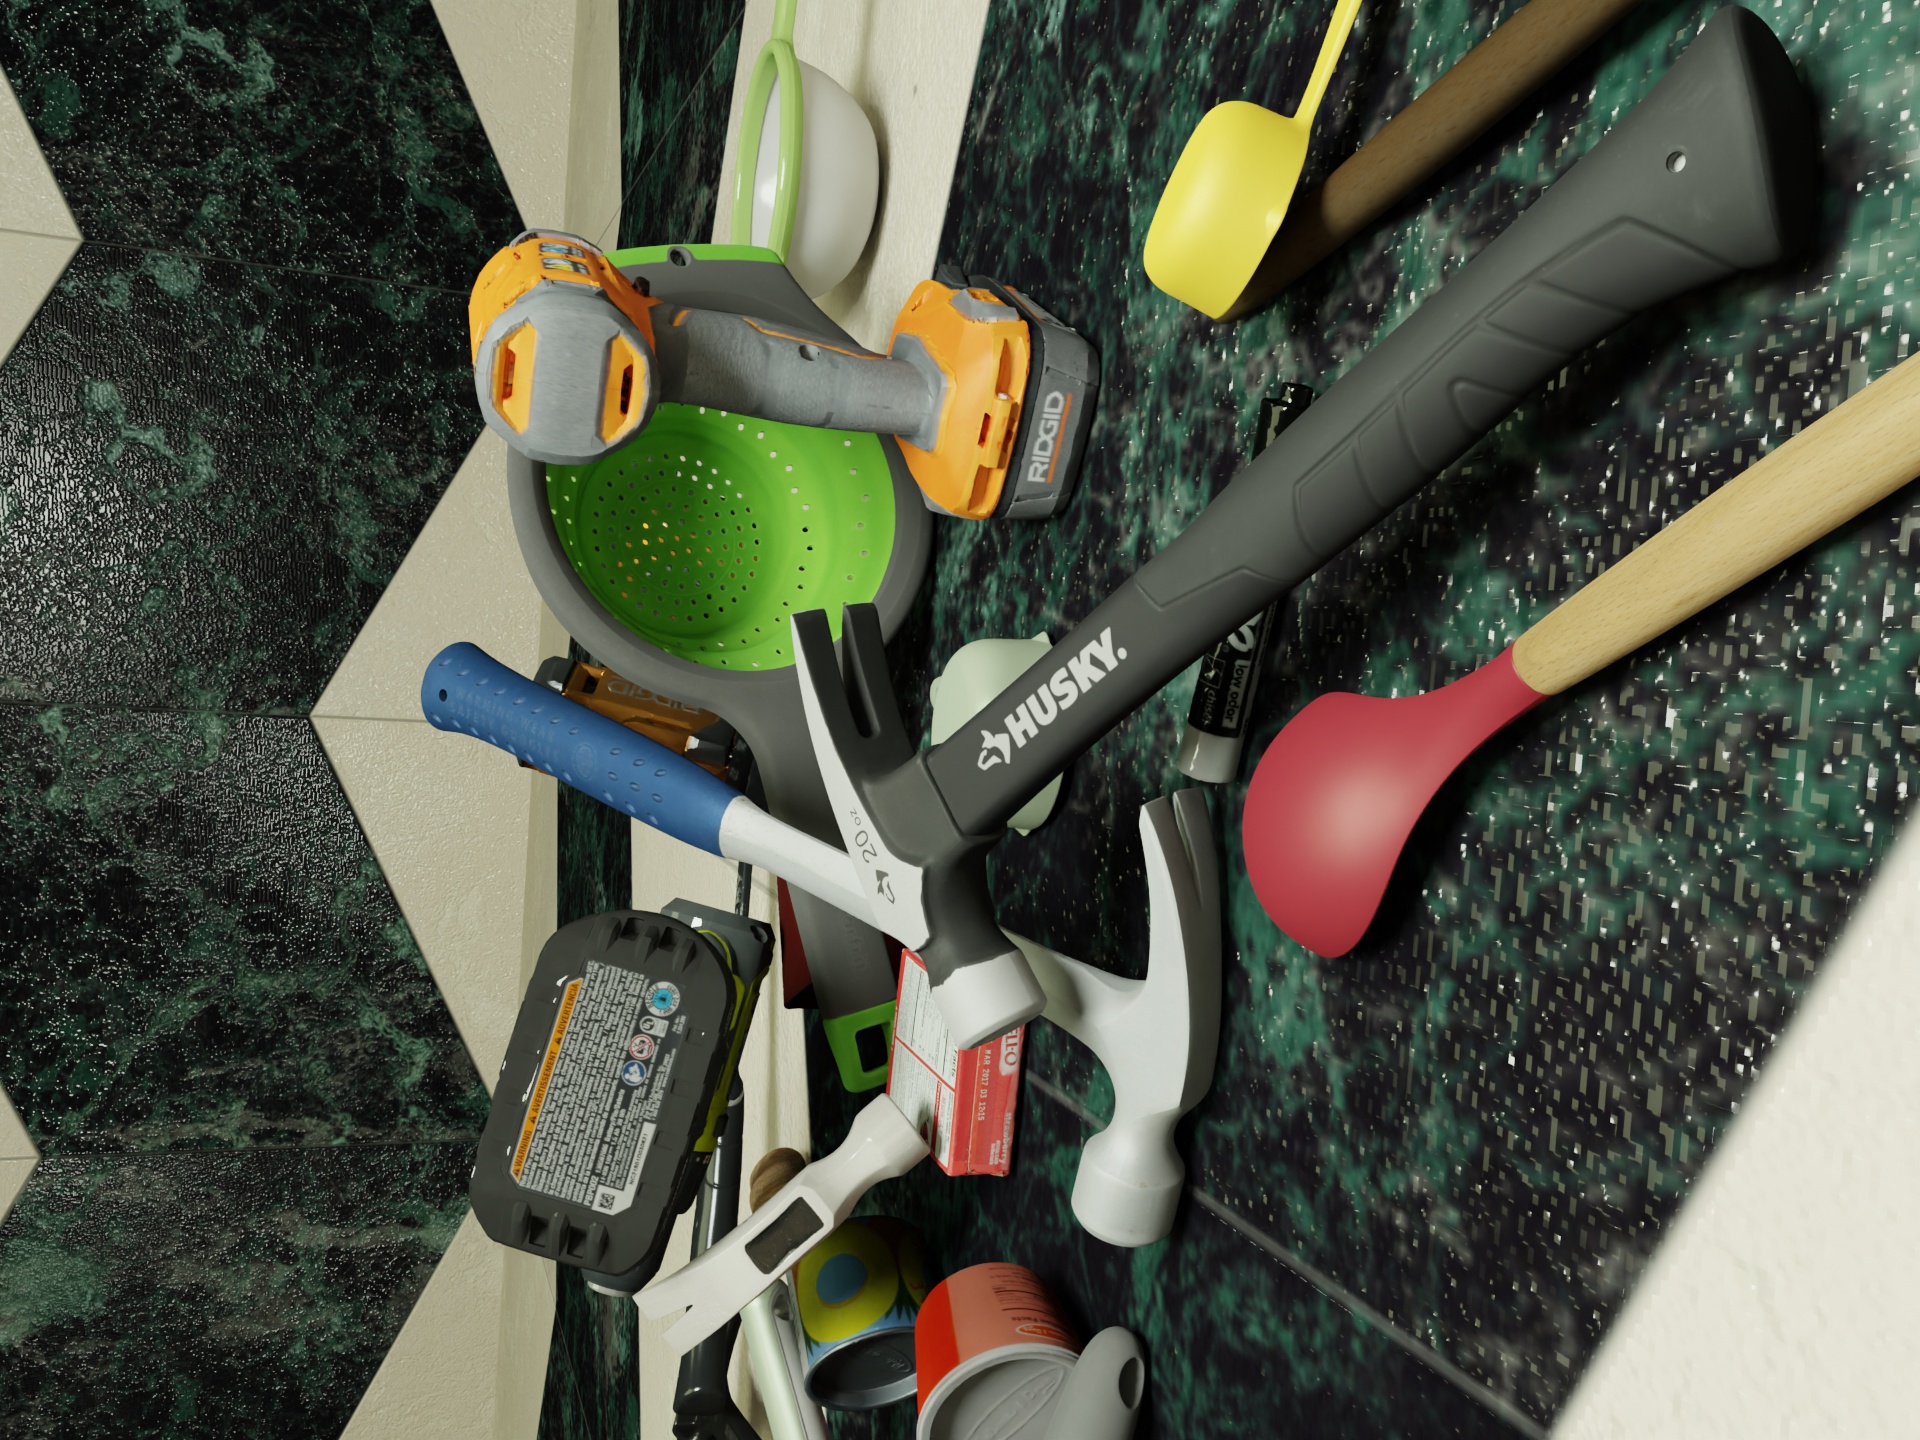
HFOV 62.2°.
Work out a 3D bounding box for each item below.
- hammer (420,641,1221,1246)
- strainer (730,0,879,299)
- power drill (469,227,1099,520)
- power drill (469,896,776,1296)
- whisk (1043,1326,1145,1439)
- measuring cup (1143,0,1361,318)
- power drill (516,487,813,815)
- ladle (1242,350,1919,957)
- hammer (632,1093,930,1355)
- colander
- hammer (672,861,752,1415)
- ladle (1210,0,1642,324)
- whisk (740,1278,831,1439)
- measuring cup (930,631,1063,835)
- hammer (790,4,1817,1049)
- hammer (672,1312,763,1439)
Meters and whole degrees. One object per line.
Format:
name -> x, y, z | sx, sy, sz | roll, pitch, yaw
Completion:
hammer -> -0.077, 0.039, 0.605 | 0.406, 0.035, 0.144 | 22, 109, 36
strainer -> -0.076, -0.349, 0.883 | 0.152, 0.069, 0.256 | -137, 54, -67
power drill -> -0.077, -0.145, 0.630 | 0.164, 0.226, 0.084 | -122, 40, -57
power drill -> -0.143, 0.172, 0.709 | 0.228, 0.080, 0.190 | 99, -173, -80
whisk -> 0.009, 0.306, 0.492 | 0.239, 0.055, 0.055 | -67, 14, -20
measuring cup -> 0.090, -0.189, 0.435 | 0.062, 0.029, 0.156 | -92, 23, -74
power drill -> -0.122, -0.030, 0.872 | 0.226, 0.185, 0.084 | -82, 9, -54
ladle -> 0.138, -0.022, 0.329 | 0.315, 0.031, 0.069 | 131, 139, -56
hammer -> -0.089, 0.232, 0.768 | 0.031, 0.130, 0.331 | 50, 166, 5
colander -> -0.102, -0.021, 0.759 | 0.094, 0.204, 0.397 | -21, 83, 61
hammer -> -0.144, 0.208, 0.980 | 0.149, 0.036, 0.409 | 139, 136, -65
ladle -> 0.121, -0.158, 0.352 | 0.320, 0.062, 0.078 | 155, 129, -70
whisk -> -0.054, 0.366, 0.693 | 0.059, 0.057, 0.246 | -27, 72, 24
measuring cup -> -0.001, -0.002, 0.675 | 0.168, 0.038, 0.083 | -154, 69, -70
hammer -> 0.062, -0.041, 0.408 | 0.334, 0.035, 0.146 | -43, 68, 43
hammer -> -0.097, 0.413, 0.865 | 0.337, 0.034, 0.127 | -2, 74, 67
